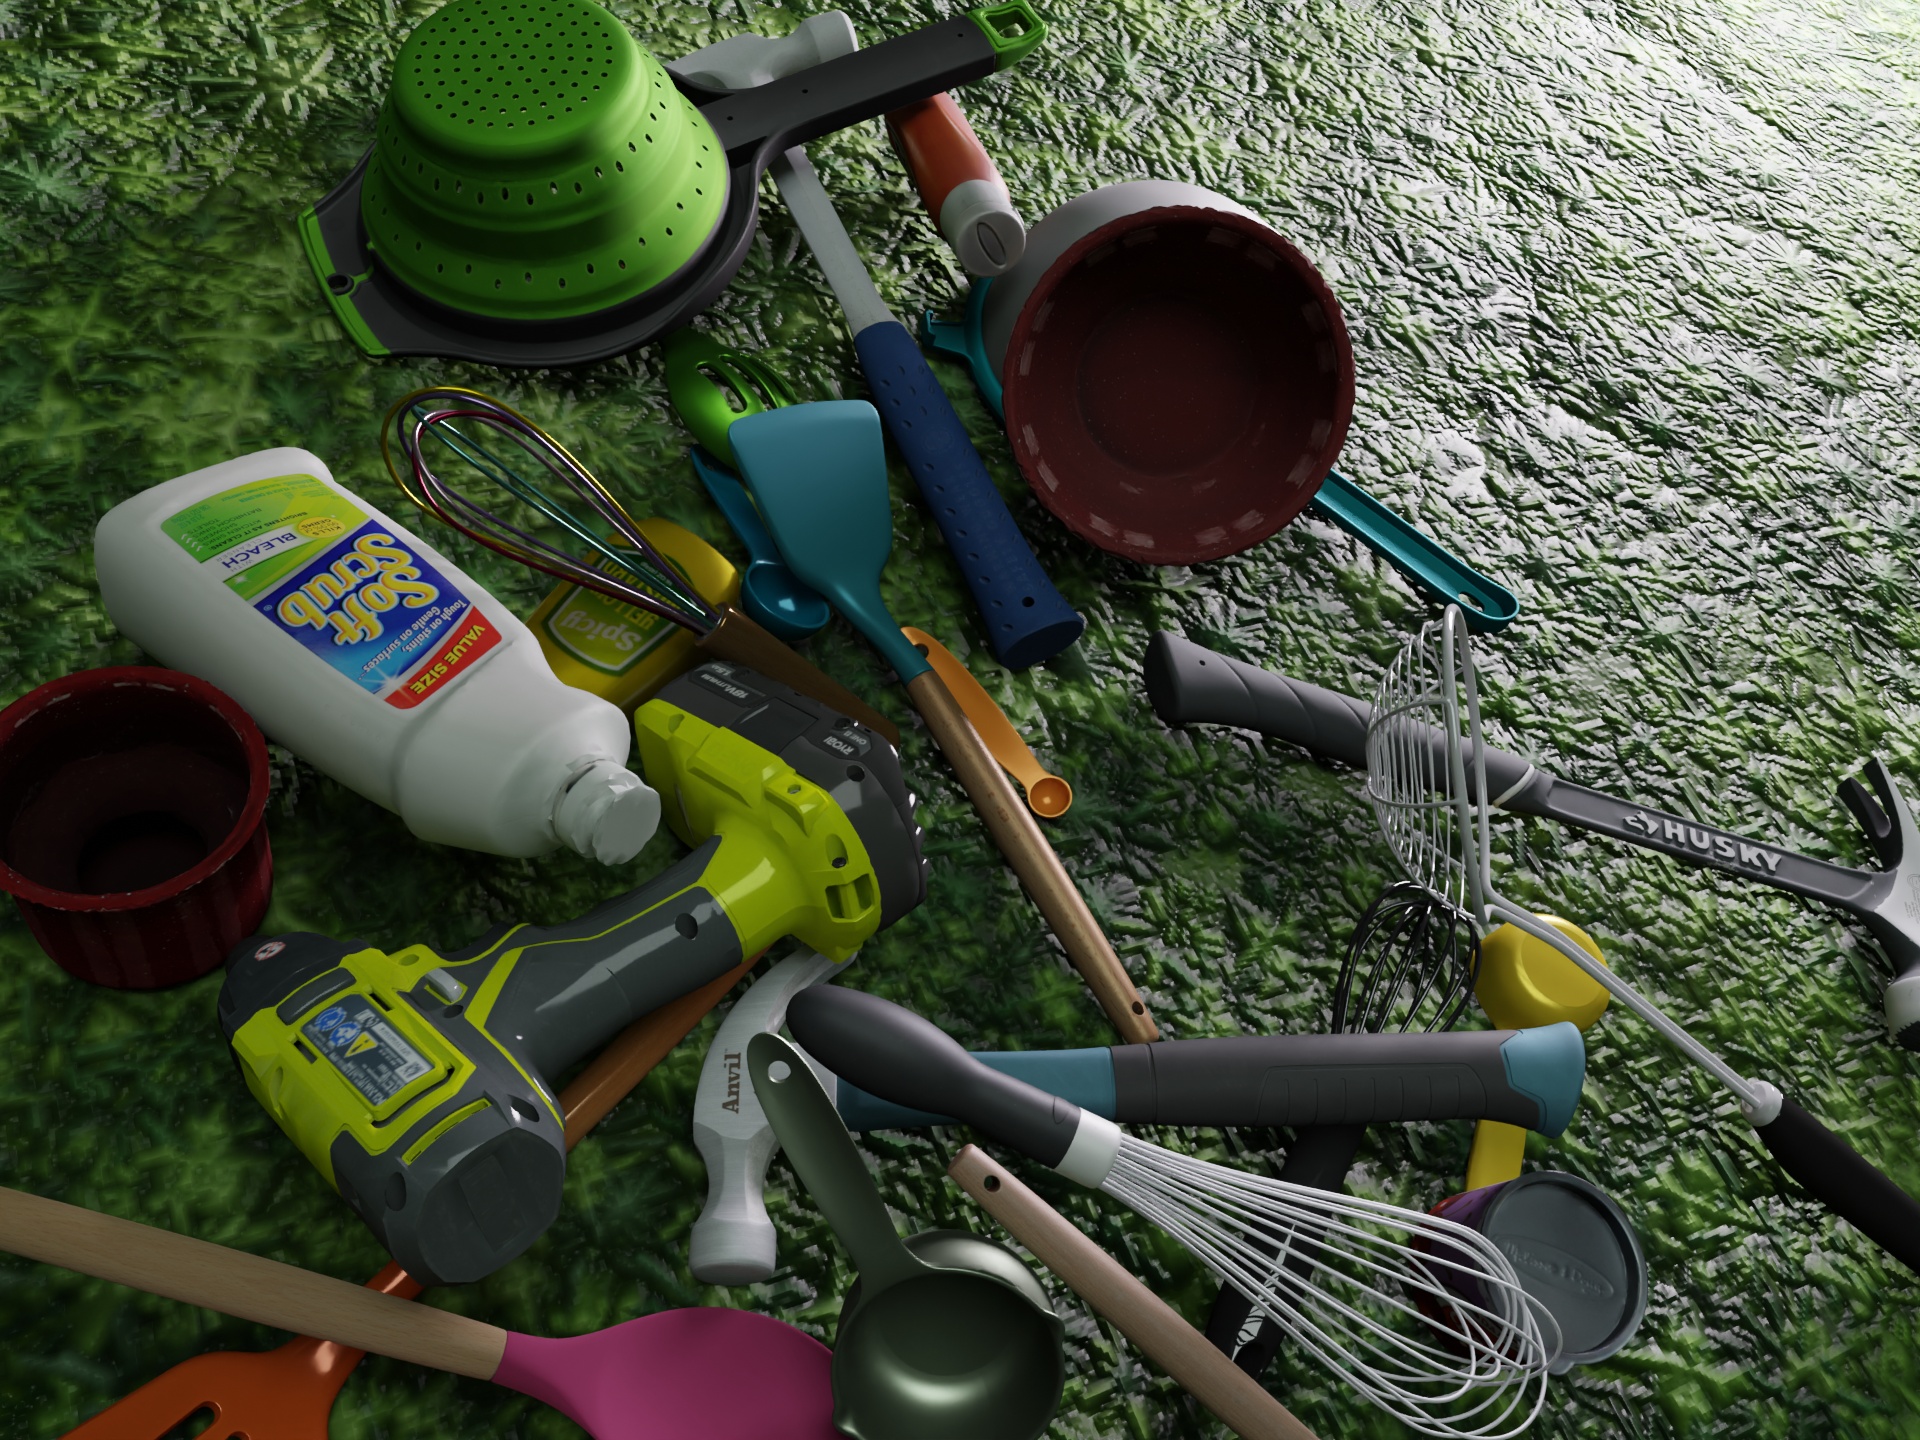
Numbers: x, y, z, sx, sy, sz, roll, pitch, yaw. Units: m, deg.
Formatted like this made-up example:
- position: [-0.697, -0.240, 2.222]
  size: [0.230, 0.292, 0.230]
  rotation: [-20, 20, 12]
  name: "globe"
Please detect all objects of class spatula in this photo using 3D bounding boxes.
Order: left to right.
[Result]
- position: [-0.154, 0.156, 0.536]
  size: [0.081, 0.041, 0.323]
  rotation: [46, 54, 0]
  name: "spatula"
- position: [-0.001, -0.002, 0.680]
  size: [0.082, 0.044, 0.318]
  rotation: [-18, 67, -38]
  name: "spatula"

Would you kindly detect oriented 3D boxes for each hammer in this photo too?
- position: [-0.051, -0.199, 0.795]
  size: [0.144, 0.035, 0.406]
  rotation: [-21, 66, -12]
  name: "hammer"
- position: [0.069, 0.136, 0.588]
  size: [0.331, 0.033, 0.128]
  rotation: [0, 56, -4]
  name: "hammer"
- position: [0.281, 0.032, 0.755]
  size: [0.409, 0.036, 0.149]
  rotation: [18, 53, -4]
  name: "hammer"

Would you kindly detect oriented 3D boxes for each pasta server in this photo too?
- position: [0.120, 0.249, 0.530]
  size: [0.316, 0.040, 0.060]
  rotation: [41, 69, 0]
  name: "pasta server"

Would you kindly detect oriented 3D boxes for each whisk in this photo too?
- position: [-0.118, -0.048, 0.626]
  size: [0.244, 0.051, 0.047]
  rotation: [37, 81, -31]
  name: "whisk"
- position: [0.071, 0.156, 0.530]
  size: [0.284, 0.070, 0.070]
  rotation: [27, 54, -2]
  name: "whisk"
- position: [0.150, 0.159, 0.626]
  size: [0.055, 0.055, 0.239]
  rotation: [32, 59, 6]
  name: "whisk"

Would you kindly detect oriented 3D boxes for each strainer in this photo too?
- position: [0.161, -0.175, 0.821]
  size: [0.340, 0.095, 0.211]
  rotation: [40, 55, 13]
  name: "strainer"

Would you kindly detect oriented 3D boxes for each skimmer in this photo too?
- position: [0.302, 0.102, 0.645]
  size: [0.363, 0.090, 0.127]
  rotation: [40, 30, -2]
  name: "skimmer"

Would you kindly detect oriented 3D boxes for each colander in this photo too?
- position: [-0.130, -0.308, 0.770]
  size: [0.397, 0.094, 0.205]
  rotation: [-26, 66, -15]
  name: "colander"

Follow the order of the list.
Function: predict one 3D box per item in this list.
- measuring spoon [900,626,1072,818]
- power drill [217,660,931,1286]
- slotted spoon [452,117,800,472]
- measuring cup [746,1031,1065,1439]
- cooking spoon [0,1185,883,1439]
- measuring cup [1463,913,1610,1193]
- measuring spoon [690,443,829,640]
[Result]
- position: [0.009, 0.001, 0.711]
  size: [0.021, 0.011, 0.117]
  rotation: [-36, 69, -14]
  name: "measuring spoon"
- position: [-0.136, 0.072, 0.557]
  size: [0.223, 0.080, 0.171]
  rotation: [-34, 42, -31]
  name: "power drill"
- position: [-0.185, -0.232, 0.798]
  size: [0.314, 0.031, 0.070]
  rotation: [45, 44, 17]
  name: "slotted spoon"
- position: [-0.025, 0.168, 0.522]
  size: [0.083, 0.038, 0.167]
  rotation: [-27, 99, 5]
  name: "measuring cup"
- position: [-0.166, 0.187, 0.486]
  size: [0.318, 0.017, 0.069]
  rotation: [24, 44, -18]
  name: "cooking spoon"
- position: [0.237, 0.147, 0.666]
  size: [0.062, 0.029, 0.157]
  rotation: [26, 54, 2]
  name: "measuring cup"
- position: [-0.101, -0.080, 0.730]
  size: [0.042, 0.021, 0.129]
  rotation: [5, 42, -44]
  name: "measuring spoon"
